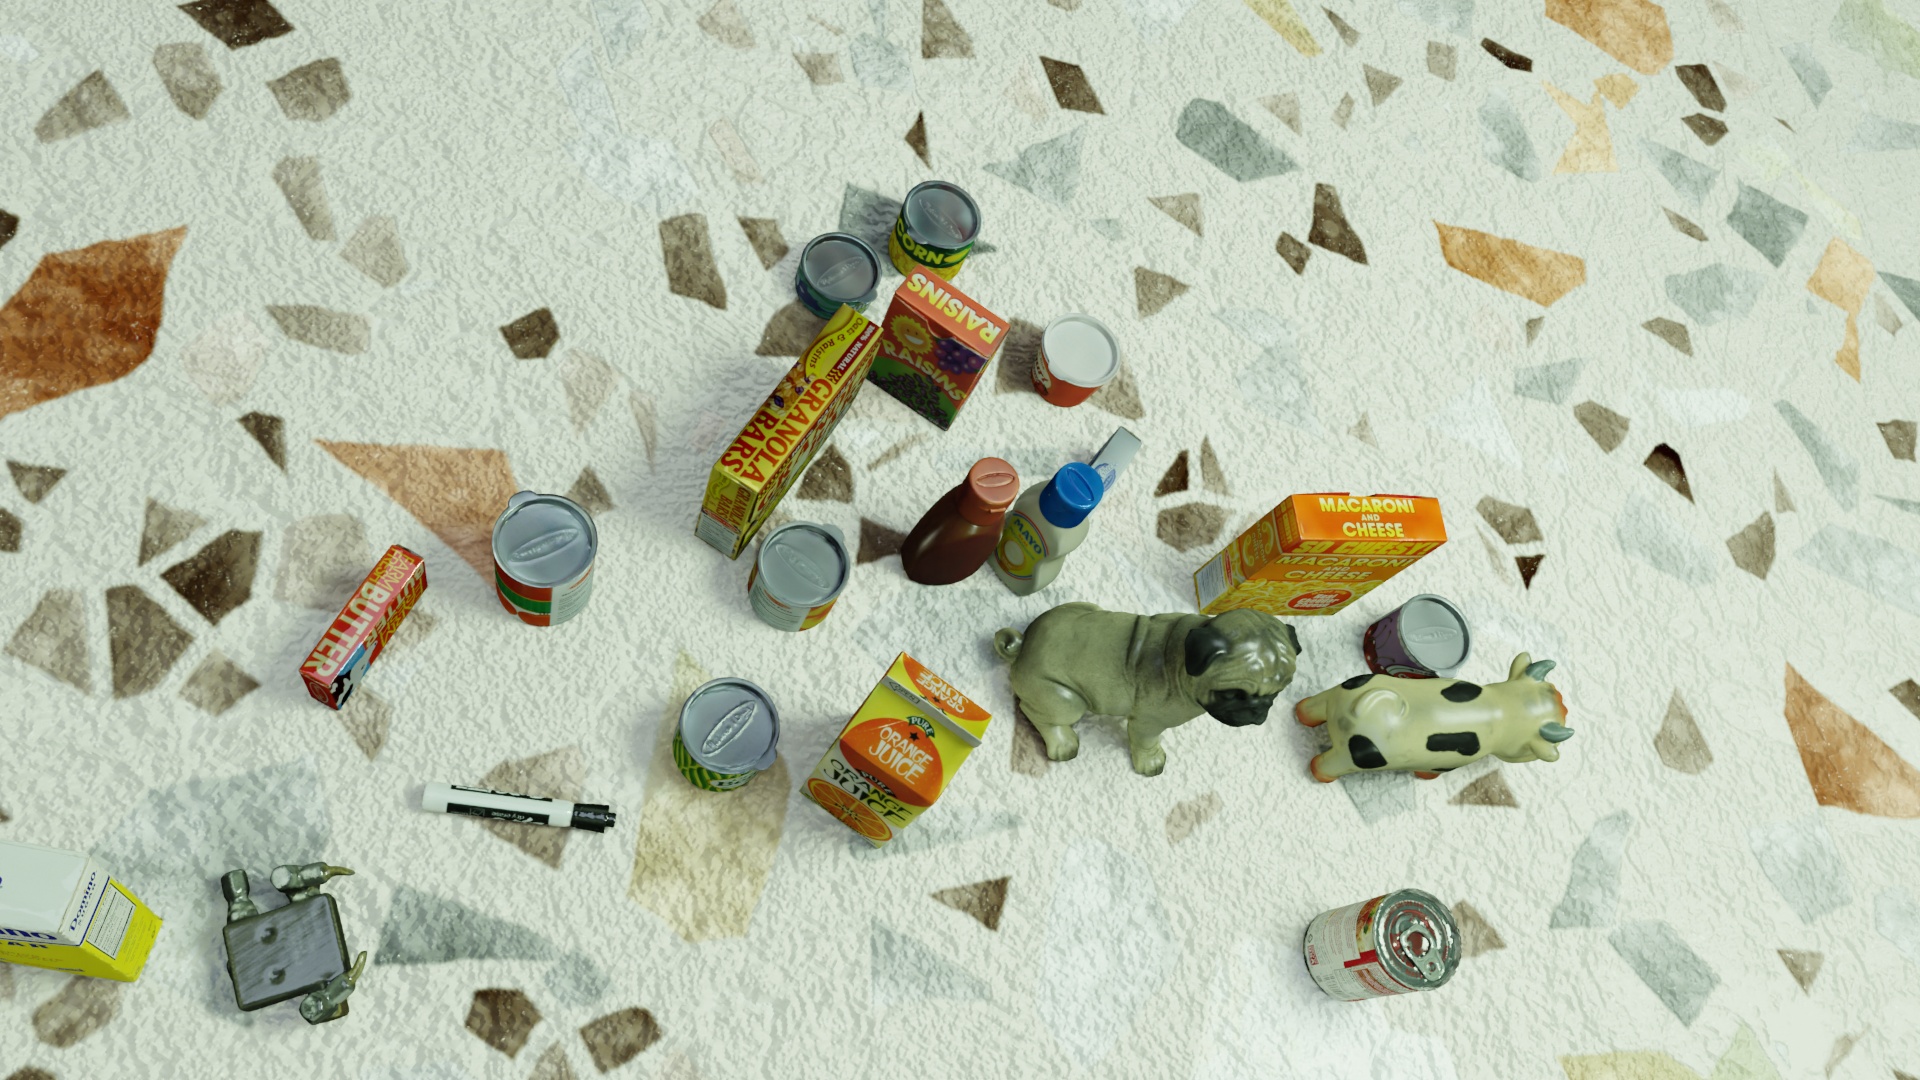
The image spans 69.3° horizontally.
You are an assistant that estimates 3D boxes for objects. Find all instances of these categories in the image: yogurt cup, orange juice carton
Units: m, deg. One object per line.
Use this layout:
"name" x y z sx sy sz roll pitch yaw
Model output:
"yogurt cup" 0.091 -0.145 1.140 0.072 0.053 0.072 6 66 -14
"orange juice carton" -0.041 0.134 0.899 0.072 0.191 0.073 36 62 0

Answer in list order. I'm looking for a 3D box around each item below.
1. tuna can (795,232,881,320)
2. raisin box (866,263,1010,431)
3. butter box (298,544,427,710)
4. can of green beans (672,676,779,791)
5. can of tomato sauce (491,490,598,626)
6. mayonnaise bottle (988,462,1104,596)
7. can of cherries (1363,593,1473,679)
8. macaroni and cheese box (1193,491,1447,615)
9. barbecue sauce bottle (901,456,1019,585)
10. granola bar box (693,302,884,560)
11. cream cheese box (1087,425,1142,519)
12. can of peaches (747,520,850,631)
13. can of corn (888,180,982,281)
"tuna can" -0.097 -0.211 1.122 0.071 0.032 0.071 6 66 -14
"raisin box" -0.022 -0.146 1.066 0.086 0.123 0.040 35 62 0
"butter box" -0.387 0.056 0.905 0.024 0.053 0.104 29 62 -4
"can of green beans" -0.159 0.132 0.940 0.071 0.057 0.071 6 66 -14
"can of tomato sauce" -0.282 0.014 0.939 0.071 0.082 0.071 6 66 -14
"mayonnaise bottle" 0.062 -0.011 1.019 0.041 0.147 0.065 -32 80 -26
"can of cherries" 0.369 0.086 1.123 0.071 0.058 0.072 6 66 -14
"macaroni and cheese box" 0.270 0.013 1.063 0.124 0.165 0.040 1 68 -17
"barbecue sauce bottle" 0.004 -0.013 1.002 0.065 0.148 0.044 -7 70 -20
"granola bar box" -0.124 -0.077 1.004 0.039 0.123 0.166 34 62 -1
"cream cheese box" 0.101 -0.039 1.097 0.024 0.053 0.104 37 62 1
"can of peaches" -0.115 0.025 1.000 0.071 0.057 0.071 6 66 -14
"can of corn" -0.024 -0.252 1.149 0.071 0.058 0.071 6 66 -14
